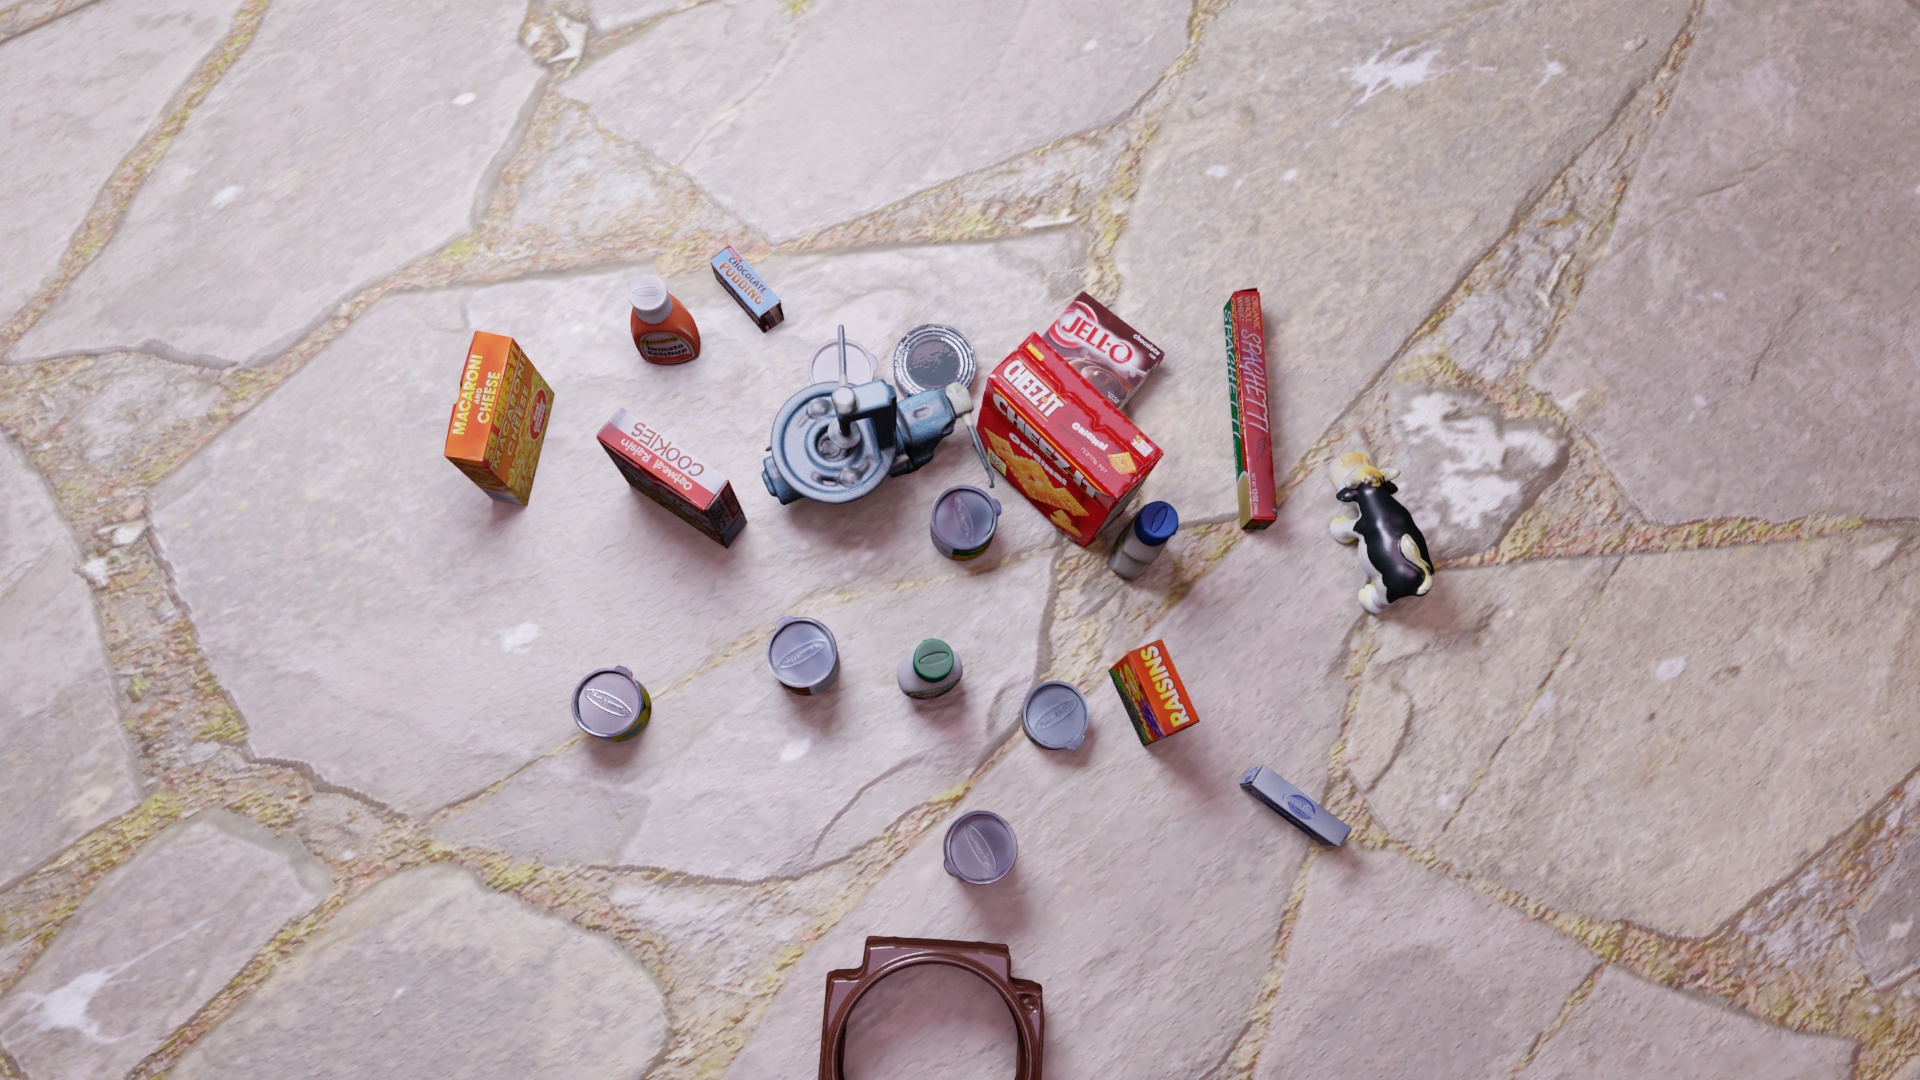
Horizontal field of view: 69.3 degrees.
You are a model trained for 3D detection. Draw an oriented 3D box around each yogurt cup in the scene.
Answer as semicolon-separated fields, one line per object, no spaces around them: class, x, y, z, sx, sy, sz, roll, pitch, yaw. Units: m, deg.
yogurt cup;-0.121;-0.166;1.419;0.072;0.054;0.072;1;77;-3

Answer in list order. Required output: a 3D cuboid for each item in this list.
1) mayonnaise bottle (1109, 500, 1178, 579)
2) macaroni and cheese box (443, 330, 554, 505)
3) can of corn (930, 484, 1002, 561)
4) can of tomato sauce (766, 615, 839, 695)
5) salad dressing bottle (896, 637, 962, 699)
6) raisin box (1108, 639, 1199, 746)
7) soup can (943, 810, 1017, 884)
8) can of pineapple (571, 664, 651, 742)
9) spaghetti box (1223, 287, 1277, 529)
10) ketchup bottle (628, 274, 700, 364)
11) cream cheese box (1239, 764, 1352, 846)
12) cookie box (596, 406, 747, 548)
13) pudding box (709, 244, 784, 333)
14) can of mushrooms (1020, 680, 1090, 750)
mayonnaise bottle;0.180;-0.005;1.349;0.041;0.147;0.065;26;77;3
macaroni and cheese box;-0.440;-0.113;1.332;0.040;0.166;0.124;9;77;-1
can of corn;0.005;-0.017;1.389;0.071;0.058;0.071;1;77;-3
can of tomato sauce;-0.152;0.112;1.337;0.071;0.083;0.071;1;77;-3
salad dressing bottle;-0.028;0.121;1.309;0.064;0.147;0.044;-13;78;-6
raisin box;0.182;0.147;1.326;0.040;0.123;0.086;-22;79;-7
soup can;0.015;0.289;1.304;0.071;0.083;0.071;1;77;-3
can of pineapple;-0.332;0.157;1.330;0.071;0.057;0.071;1;77;-3
spaghetti box;0.299;-0.137;1.436;0.029;0.050;0.250;-1;77;-3
ketchup bottle;-0.298;-0.218;1.373;0.065;0.148;0.043;-4;78;-4
cream cheese box;0.323;0.257;1.344;0.104;0.053;0.024;36;78;5
cookie box;-0.272;-0.056;1.327;0.123;0.167;0.040;33;78;5
pudding box;-0.220;-0.260;1.438;0.030;0.049;0.084;-40;82;-10
can of mushrooms;0.094;0.174;1.361;0.071;0.033;0.071;1;77;-3
